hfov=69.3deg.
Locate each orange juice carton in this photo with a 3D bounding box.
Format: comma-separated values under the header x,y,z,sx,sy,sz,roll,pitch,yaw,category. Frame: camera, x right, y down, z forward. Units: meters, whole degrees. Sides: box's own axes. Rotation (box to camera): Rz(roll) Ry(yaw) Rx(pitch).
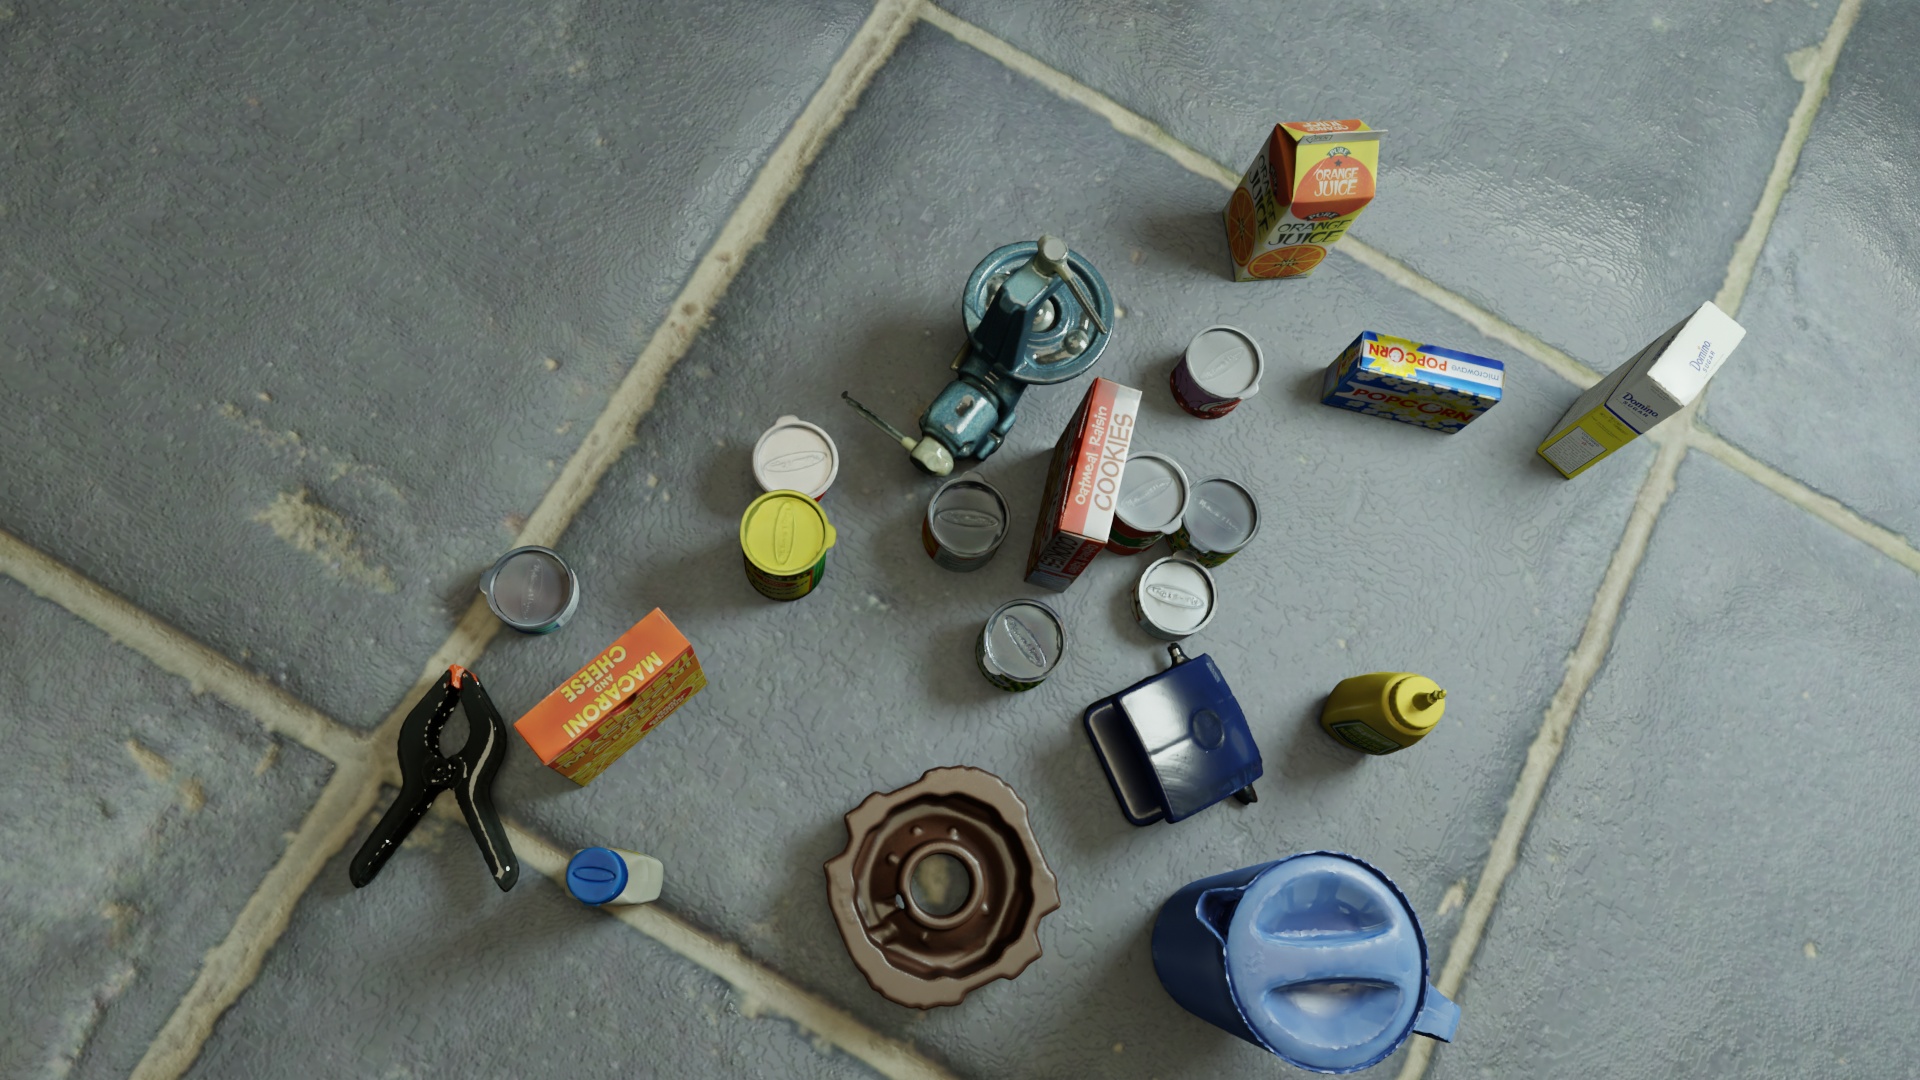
x,y,z,sx,sy,sz,roll,pitch,yaw,category
0.285,-0.290,1.159,0.072,0.192,0.073,-5,76,-8,orange juice carton

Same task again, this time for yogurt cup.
x,y,z,sx,sy,sz,roll,pitch,yaw,category
-0.133,-0.057,1.117,0.072,0.053,0.072,2,75,-6,yogurt cup

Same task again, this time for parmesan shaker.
x,y,z,sx,sy,sz,roll,pitch,yaw,category
-0.133,0.007,1.074,0.071,0.103,0.071,2,75,-6,parmesan shaker

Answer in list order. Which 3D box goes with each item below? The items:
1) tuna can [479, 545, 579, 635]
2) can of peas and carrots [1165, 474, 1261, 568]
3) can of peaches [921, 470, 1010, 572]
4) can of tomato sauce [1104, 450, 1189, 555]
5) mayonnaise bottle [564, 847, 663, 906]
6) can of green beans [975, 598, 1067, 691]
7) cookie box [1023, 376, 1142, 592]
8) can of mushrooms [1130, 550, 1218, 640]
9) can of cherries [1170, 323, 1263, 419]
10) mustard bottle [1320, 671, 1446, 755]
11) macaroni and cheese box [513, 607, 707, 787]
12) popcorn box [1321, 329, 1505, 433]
x,y,z,sx,sy,sz,roll,pitch,yaw,category
-0.334,0.039,1.078,0.071,0.032,0.071,2,75,-6,tuna can
0.206,-0.013,1.144,0.071,0.058,0.071,2,75,-6,can of peas and carrots
0.004,-0.014,1.120,0.071,0.058,0.071,2,75,-6,can of peaches
0.144,-0.027,1.128,0.071,0.083,0.071,2,75,-6,can of tomato sauce
-0.247,0.236,0.975,0.065,0.147,0.041,7,75,-5,mayonnaise bottle
0.047,0.084,1.099,0.071,0.057,0.071,2,75,-6,can of green beans
0.091,-0.039,1.081,0.040,0.167,0.123,15,74,-3,cookie box
0.175,0.045,1.138,0.071,0.033,0.071,2,75,-6,can of mushrooms
0.218,-0.140,1.180,0.071,0.058,0.071,2,75,-6,can of cherries
0.331,0.130,1.068,0.065,0.159,0.049,30,74,1,mustard bottle
-0.245,0.117,0.998,0.124,0.166,0.040,-41,83,-15,macaroni and cheese box
0.385,-0.134,1.185,0.127,0.085,0.038,12,74,-4,popcorn box
